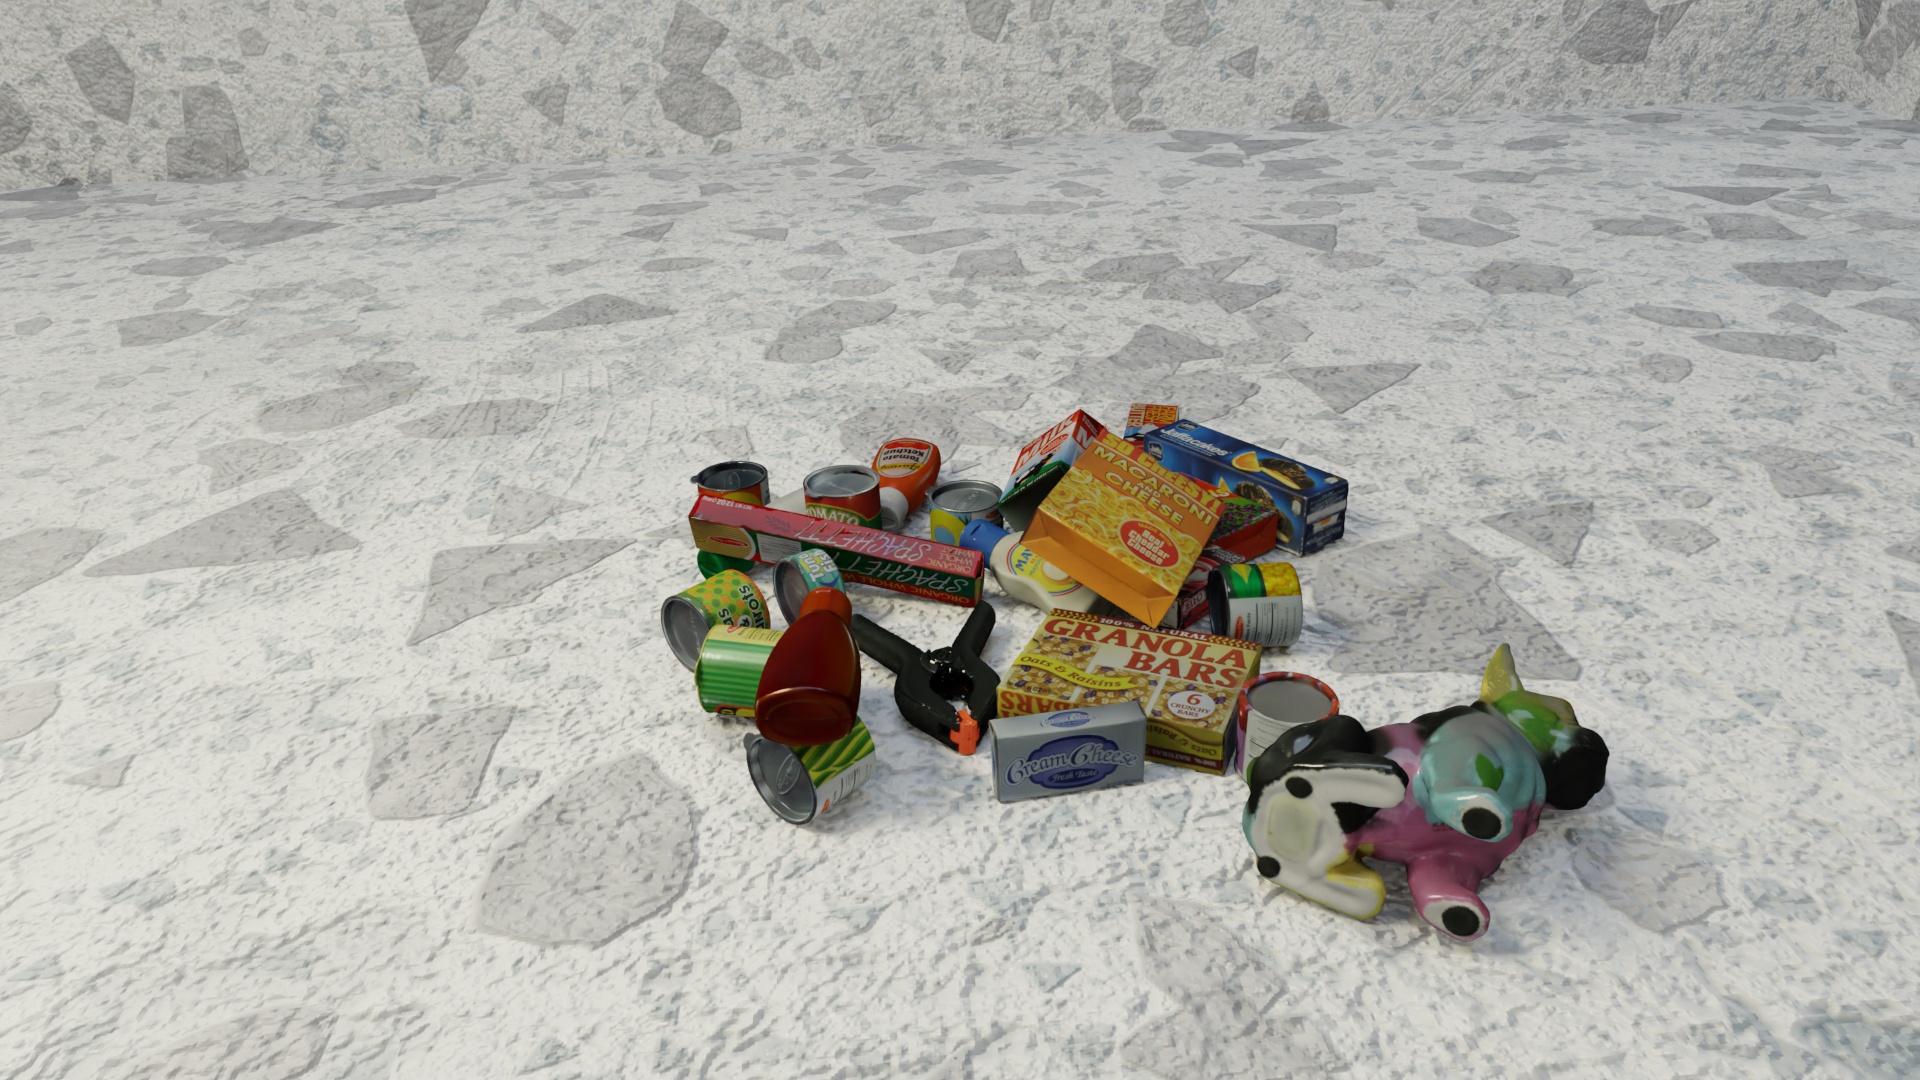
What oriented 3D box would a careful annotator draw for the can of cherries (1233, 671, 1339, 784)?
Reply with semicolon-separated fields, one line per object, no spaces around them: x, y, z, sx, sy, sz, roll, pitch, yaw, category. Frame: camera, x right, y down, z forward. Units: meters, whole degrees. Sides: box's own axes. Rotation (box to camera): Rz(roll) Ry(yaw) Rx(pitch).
0.219;0.128;0.933;0.071;0.058;0.072;-2;27;1;can of cherries

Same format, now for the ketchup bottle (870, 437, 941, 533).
-0.060;-0.050;1.322;0.065;0.043;0.149;2;28;9;ketchup bottle

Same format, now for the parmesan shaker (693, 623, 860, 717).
-0.131;0.099;1.008;0.103;0.071;0.072;5;28;13;parmesan shaker

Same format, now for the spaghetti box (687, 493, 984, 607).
-0.101;0.009;1.157;0.250;0.050;0.029;12;56;7;spaghetti box

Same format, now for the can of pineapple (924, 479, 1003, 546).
0.004;-0.015;1.233;0.071;0.057;0.071;-2;26;1;can of pineapple

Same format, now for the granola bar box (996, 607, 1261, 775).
0.124;0.104;1.007;0.165;0.039;0.125;9;29;21;granola bar box

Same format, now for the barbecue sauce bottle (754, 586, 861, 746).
-0.096;0.079;0.924;0.065;0.043;0.149;-1;25;1;barbecue sauce bottle

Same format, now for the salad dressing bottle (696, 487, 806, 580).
-0.168;-0.005;1.244;0.064;0.043;0.148;20;36;37;salad dressing bottle

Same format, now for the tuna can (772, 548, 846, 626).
-0.121;0.039;1.120;0.033;0.070;0.071;-19;31;-32;tuna can

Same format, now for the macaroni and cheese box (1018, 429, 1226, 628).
0.134;-0.015;1.101;0.124;0.040;0.167;33;35;6;macaroni and cheese box

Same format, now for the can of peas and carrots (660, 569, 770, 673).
-0.189;0.063;1.083;0.071;0.070;0.059;19;33;36;can of peas and carrots

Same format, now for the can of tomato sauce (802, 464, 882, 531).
-0.102;-0.015;1.212;0.071;0.082;0.071;-2;27;1;can of tomato sauce

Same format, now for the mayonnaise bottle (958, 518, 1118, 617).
0.063;0.025;1.145;0.148;0.041;0.065;27;65;36;mayonnaise bottle

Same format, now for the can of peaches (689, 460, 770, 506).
-0.211;-0.035;1.288;0.071;0.057;0.071;-2;27;1;can of peaches

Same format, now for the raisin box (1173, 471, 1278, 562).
0.207;-0.017;1.240;0.086;0.040;0.123;-22;32;-32;raisin box

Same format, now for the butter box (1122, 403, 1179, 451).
0.199;-0.113;1.447;0.053;0.024;0.104;4;28;10;butter box

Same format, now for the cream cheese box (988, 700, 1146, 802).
0.072;0.140;0.925;0.104;0.053;0.024;-6;25;-8;cream cheese box

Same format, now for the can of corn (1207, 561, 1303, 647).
0.228;0.049;1.078;0.058;0.070;0.071;-3;27;-3;can of corn

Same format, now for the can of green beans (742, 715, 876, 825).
-0.098;0.144;0.916;0.071;0.071;0.058;19;34;36;can of green beans

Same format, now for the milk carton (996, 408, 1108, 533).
0.096;-0.057;1.258;0.072;0.073;0.191;-33;14;24;milk carton
